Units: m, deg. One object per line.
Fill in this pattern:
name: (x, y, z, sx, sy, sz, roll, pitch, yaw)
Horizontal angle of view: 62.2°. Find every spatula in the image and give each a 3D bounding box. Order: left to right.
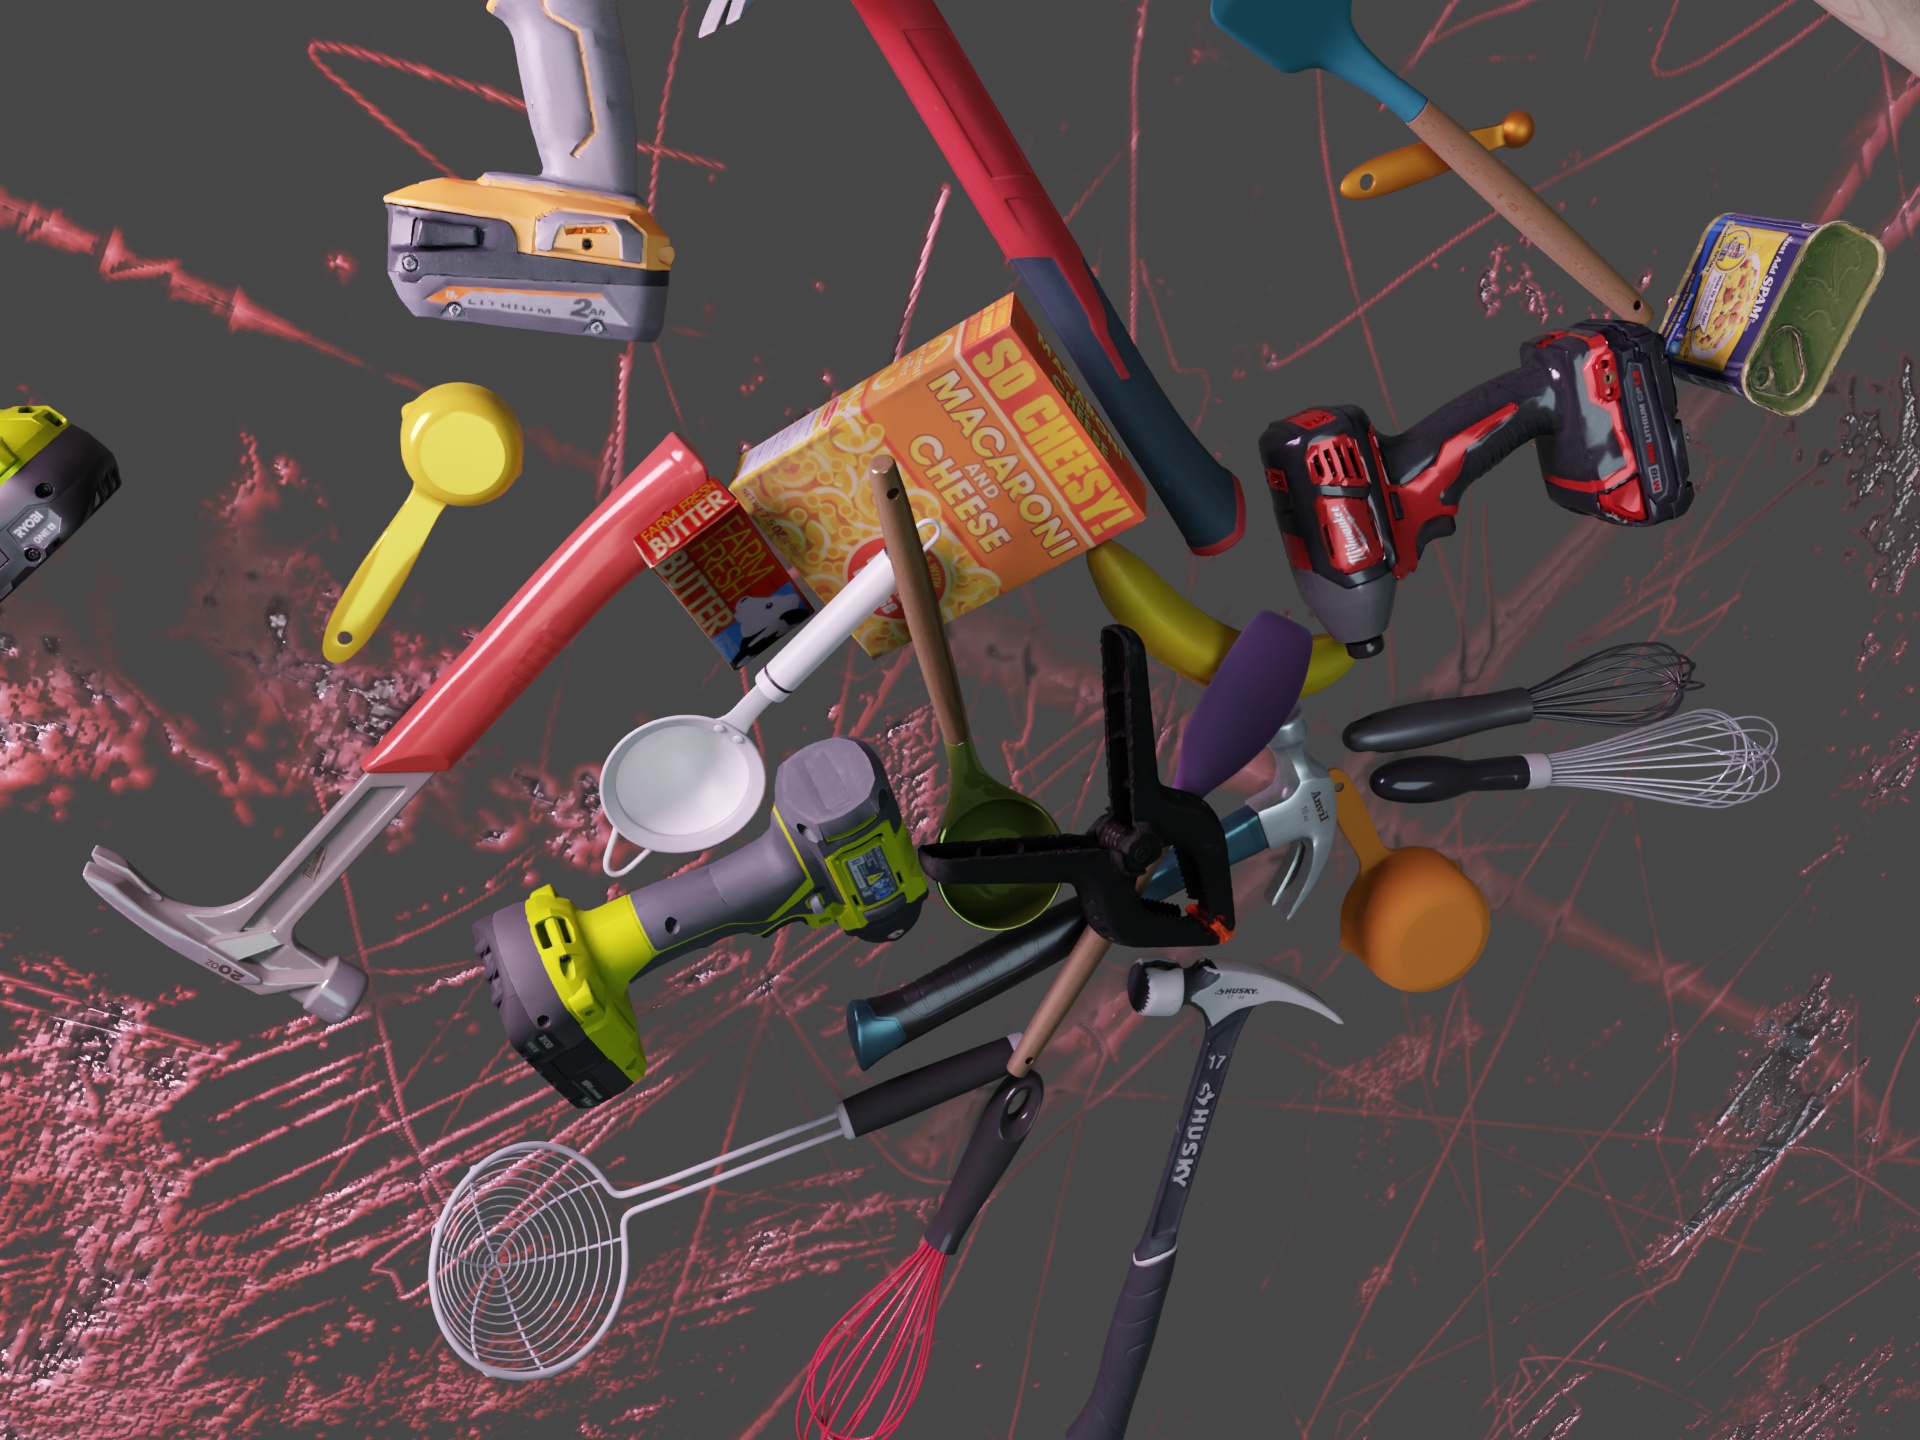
spatula: (0.110, 0.079, 0.919, 0.059, 0.018, 0.316, 23, 105, -28)
spatula: (0.258, -0.298, 0.820, 0.317, 0.044, 0.082, 32, 95, -20)

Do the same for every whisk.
whisk: (-0.023, 0.350, 1.016, 0.073, 0.073, 0.296, 25, 97, -25)
whisk: (0.349, -0.008, 0.984, 0.239, 0.055, 0.055, -10, 115, -9)
whisk: (0.393, 0.029, 1.011, 0.284, 0.070, 0.070, -3, 113, -12)

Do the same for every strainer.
strainer: (-0.099, -0.014, 0.814, 0.086, 0.050, 0.258, 35, 114, -32)

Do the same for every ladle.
ladle: (-0.001, -0.003, 0.816, 0.078, 0.062, 0.319, -27, 138, -10)

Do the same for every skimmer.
skimmer: (-0.121, 0.261, 0.924, 0.363, 0.090, 0.127, -19, 89, -11)

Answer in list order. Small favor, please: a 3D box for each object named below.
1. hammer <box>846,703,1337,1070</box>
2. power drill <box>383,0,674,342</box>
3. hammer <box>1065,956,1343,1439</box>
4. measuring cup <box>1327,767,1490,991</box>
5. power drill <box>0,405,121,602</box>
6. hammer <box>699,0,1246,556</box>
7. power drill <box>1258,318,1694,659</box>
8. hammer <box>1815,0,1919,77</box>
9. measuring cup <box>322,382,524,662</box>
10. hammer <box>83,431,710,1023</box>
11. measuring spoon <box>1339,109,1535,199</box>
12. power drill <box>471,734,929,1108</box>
hammer: (0.079, 0.116, 0.958, 0.331, 0.033, 0.128, -27, 117, -5)
power drill: (-0.200, -0.285, 0.670, 0.185, 0.084, 0.226, 3, 107, -19)
hammer: (0.141, 0.341, 1.075, 0.149, 0.036, 0.408, 4, 111, -21)
measuring cup: (0.275, 0.101, 1.002, 0.095, 0.052, 0.173, -35, 120, -1)
power drill: (-0.492, -0.126, 0.647, 0.190, 0.080, 0.228, -42, 116, 3)
hammer: (0.033, -0.217, 0.772, 0.143, 0.038, 0.385, -53, 125, -23)
power drill: (0.284, -0.129, 0.888, 0.219, 0.079, 0.143, -20, 108, -4)
hammer: (0.506, -0.384, 0.878, 0.410, 0.038, 0.146, 20, 106, -24)
measuring cup: (-0.263, -0.089, 0.760, 0.062, 0.029, 0.156, 30, 99, -26)
hammer: (-0.260, -0.009, 0.793, 0.359, 0.037, 0.149, -46, 118, 6)
measuring spoon: (0.255, -0.300, 0.846, 0.117, 0.011, 0.021, -21, 117, -8)
power drill: (-0.127, 0.112, 0.850, 0.223, 0.080, 0.171, -26, 146, -7)
